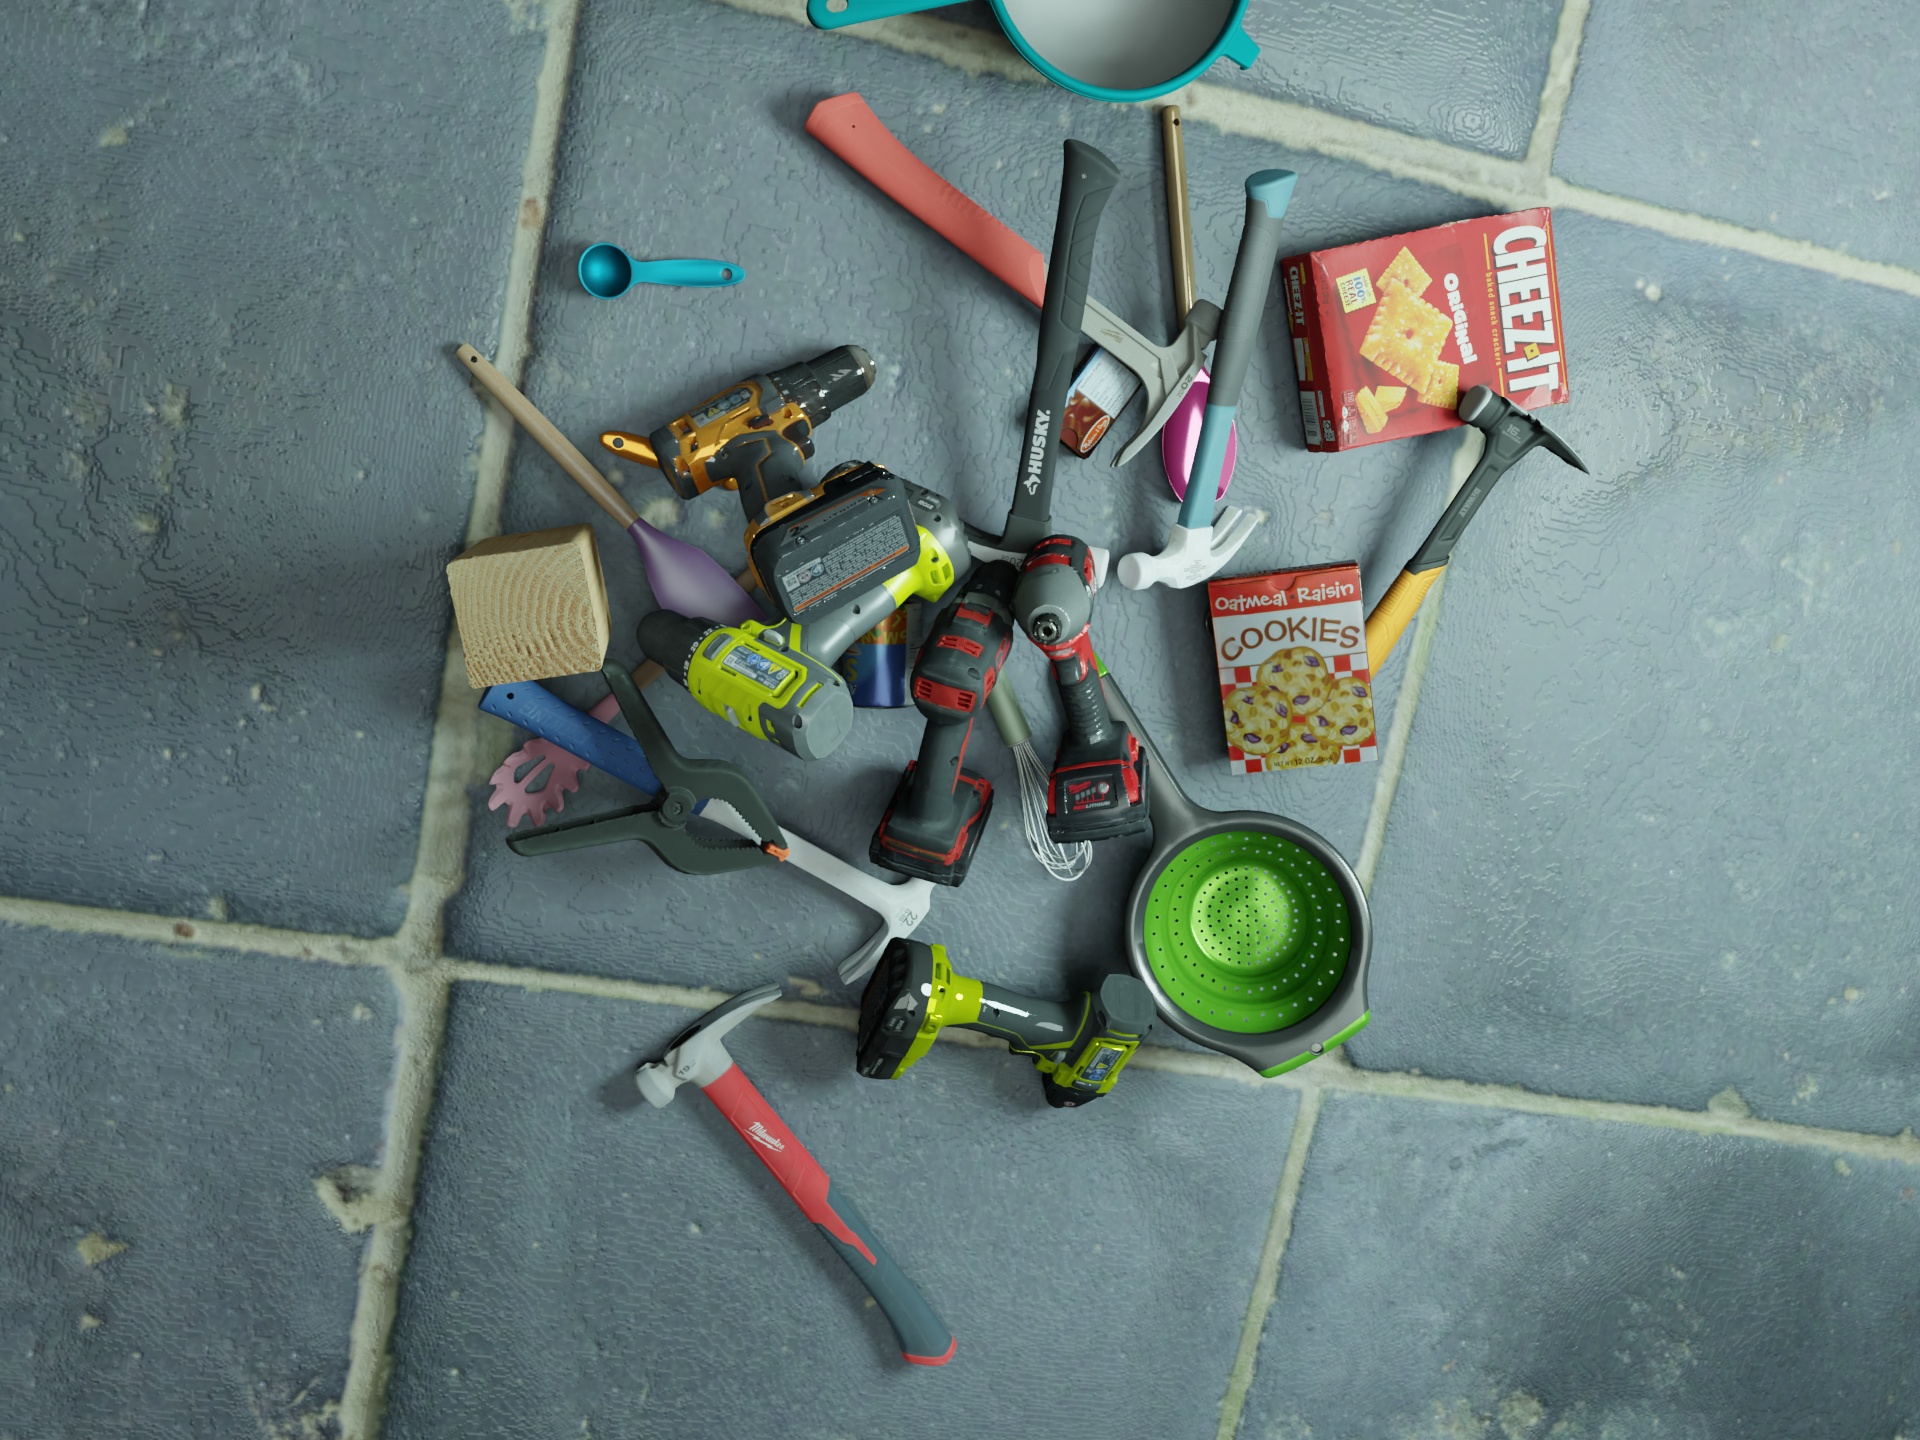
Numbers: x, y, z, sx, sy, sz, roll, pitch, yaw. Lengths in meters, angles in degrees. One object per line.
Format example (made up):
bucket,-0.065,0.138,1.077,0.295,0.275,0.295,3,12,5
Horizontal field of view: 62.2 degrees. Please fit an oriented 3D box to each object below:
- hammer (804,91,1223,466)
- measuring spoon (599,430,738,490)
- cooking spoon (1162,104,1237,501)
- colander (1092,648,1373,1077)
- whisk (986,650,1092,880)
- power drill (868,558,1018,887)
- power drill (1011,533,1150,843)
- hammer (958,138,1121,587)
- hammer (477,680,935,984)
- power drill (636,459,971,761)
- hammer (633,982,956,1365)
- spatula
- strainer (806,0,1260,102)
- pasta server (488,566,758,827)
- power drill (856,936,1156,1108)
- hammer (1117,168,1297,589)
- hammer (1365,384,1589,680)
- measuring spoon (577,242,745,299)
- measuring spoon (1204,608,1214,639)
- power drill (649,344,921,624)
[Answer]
hammer,0.029,-0.357,1.243,0.359,0.037,0.149,34,93,-9
measuring spoon,-0.228,-0.206,1.258,0.117,0.011,0.021,16,97,-13
cooking spoon,0.186,-0.336,1.303,0.068,0.017,0.318,-10,103,-17
colander,0.202,0.105,1.363,0.204,0.094,0.397,-32,87,11
whisk,0.053,0.023,1.339,0.059,0.058,0.246,-32,104,-39
power drill,-0.002,-0.004,1.253,0.080,0.188,0.226,16,126,6
power drill,0.089,-0.022,1.230,0.078,0.143,0.219,-9,113,12
hammer,0.066,-0.269,1.219,0.146,0.035,0.334,13,118,9
hammer,-0.199,0.075,1.282,0.405,0.035,0.144,31,95,-21
power drill,-0.119,-0.090,1.210,0.228,0.191,0.080,-49,148,-23
hammer,-0.110,0.408,1.384,0.143,0.038,0.386,-36,105,-3
spatula,-0.275,-0.171,1.240,0.060,0.018,0.316,-45,100,-9
strainer,0.048,-0.555,1.196,0.340,0.095,0.211,-14,101,-7
pasta server,-0.252,-0.035,1.274,0.316,0.040,0.060,-42,111,-1
power drill,0.031,0.265,1.340,0.223,0.080,0.171,13,136,-12
hammer,0.208,-0.264,1.255,0.128,0.033,0.330,-10,120,-39
hammer,0.385,-0.109,1.344,0.127,0.034,0.337,25,107,-24
measuring spoon,-0.232,-0.346,1.231,0.128,0.021,0.042,-4,101,-19
measuring spoon,0.264,-0.097,1.369,0.124,0.018,0.034,-16,105,-14
power drill,-0.111,-0.190,1.186,0.185,0.226,0.084,-30,139,-10
